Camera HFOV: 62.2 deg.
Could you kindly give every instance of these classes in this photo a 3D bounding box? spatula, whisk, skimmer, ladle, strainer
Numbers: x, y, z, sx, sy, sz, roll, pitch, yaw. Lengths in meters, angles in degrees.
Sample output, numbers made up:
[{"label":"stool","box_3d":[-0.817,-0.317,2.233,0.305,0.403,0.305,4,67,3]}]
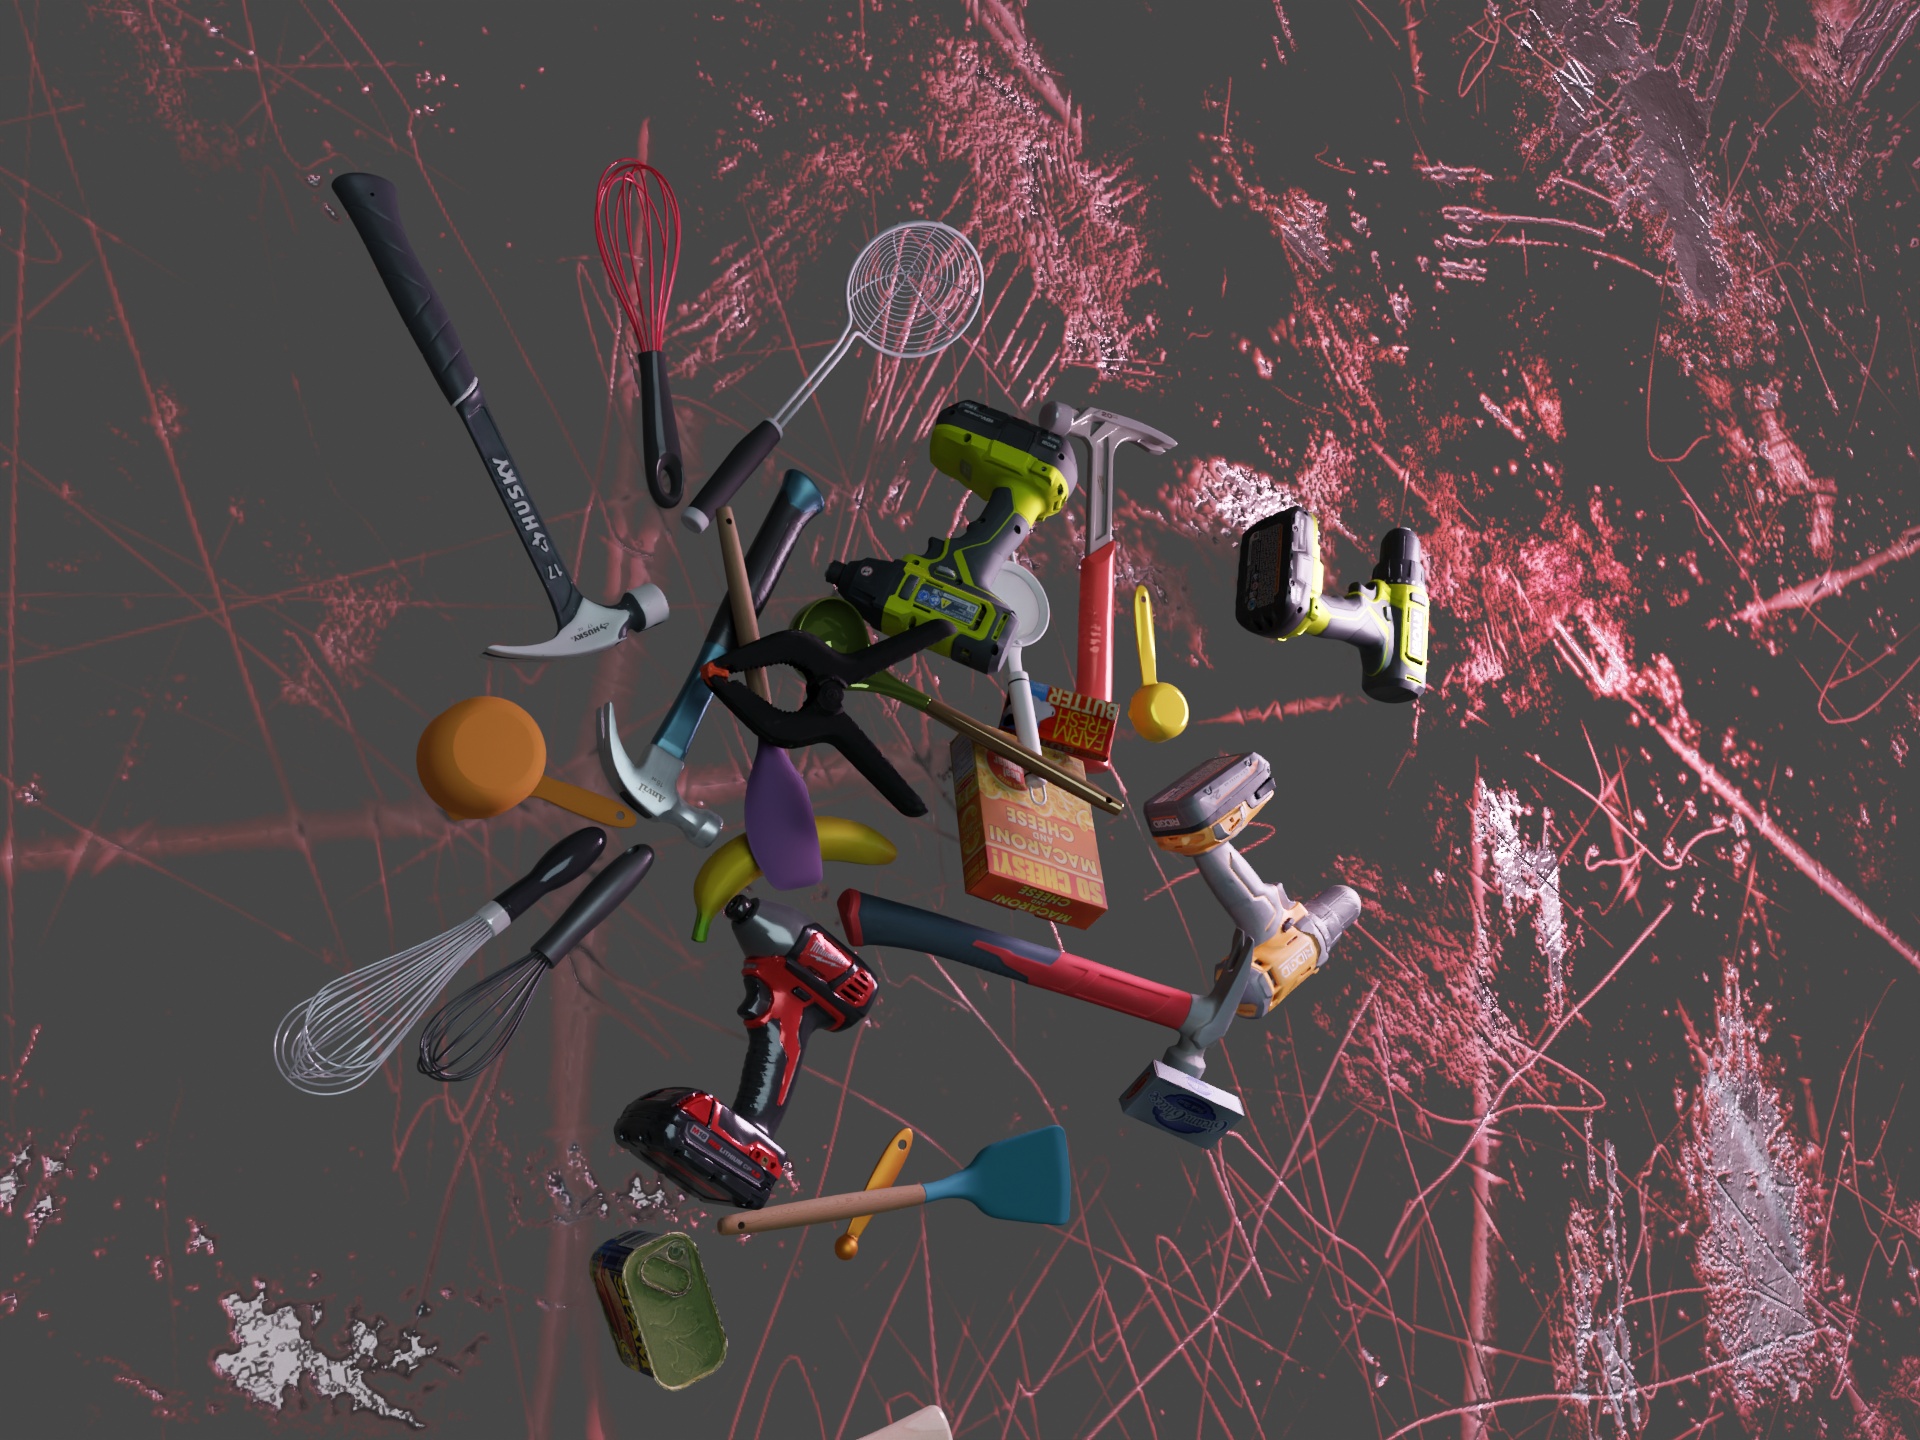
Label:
[{"label":"spatula","box_3d":[-0.047,0.380,1.265,0.317,0.044,0.082,3,81,-37]},{"label":"whisk","box_3d":[-0.359,0.162,1.134,0.284,0.070,0.070,-41,100,-36]},{"label":"whisk","box_3d":[-0.305,0.173,1.168,0.055,0.055,0.239,49,55,-12]},{"label":"skimmer","box_3d":[-0.109,-0.292,1.374,0.363,0.090,0.127,-56,136,-27]},{"label":"ladle","box_3d":[-0.002,-0.004,1.335,0.320,0.062,0.078,29,68,-1]},{"label":"strainer","box_3d":[0.048,-0.042,1.412,0.086,0.050,0.259,5,61,-26]},{"label":"whisk","box_3d":[-0.256,-0.321,1.314,0.073,0.073,0.296,-5,87,-32]},{"label":"spatula","box_3d":[-0.163,-0.020,1.275,0.059,0.018,0.316,-7,80,-30]}]

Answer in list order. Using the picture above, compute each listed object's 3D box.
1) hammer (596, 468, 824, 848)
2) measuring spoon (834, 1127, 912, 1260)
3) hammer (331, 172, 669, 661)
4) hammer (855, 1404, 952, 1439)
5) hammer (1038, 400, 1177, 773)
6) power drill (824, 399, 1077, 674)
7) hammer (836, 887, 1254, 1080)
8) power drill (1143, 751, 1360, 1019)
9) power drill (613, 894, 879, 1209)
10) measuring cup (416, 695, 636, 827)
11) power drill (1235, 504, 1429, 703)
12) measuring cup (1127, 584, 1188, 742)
[{"label":"hammer","box_3d":[-0.191,-0.067,1.304,0.128,0.033,0.331,34,63,-22]},{"label":"measuring spoon","box_3d":[-0.067,0.380,1.281,0.021,0.011,0.117,40,61,-17]},{"label":"hammer","box_3d":[-0.379,-0.233,1.229,0.149,0.036,0.409,-28,93,-32]},{"label":"hammer","box_3d":[-0.187,0.577,1.146,0.410,0.038,0.146,-10,82,-33]},{"label":"hammer","box_3d":[0.138,-0.125,1.518,0.149,0.037,0.359,12,72,-29]},{"label":"power drill","box_3d":[-0.004,-0.165,1.400,0.171,0.080,0.223,23,65,6]},{"label":"hammer","box_3d":[0.076,0.199,1.374,0.386,0.038,0.143,21,96,-23]},{"label":"power drill","box_3d":[0.288,0.144,1.520,0.185,0.084,0.226,-30,99,-33]},{"label":"power drill","box_3d":[-0.161,0.246,1.214,0.143,0.078,0.220,44,56,-26]},{"label":"measuring cup","box_3d":[-0.315,0.042,1.187,0.173,0.052,0.095,24,67,-22]},{"label":"power drill","box_3d":[0.400,-0.138,1.659,0.228,0.080,0.191,18,69,-30]},{"label":"measuring cup","box_3d":[0.189,-0.057,1.535,0.062,0.029,0.156,0,79,-32]}]
